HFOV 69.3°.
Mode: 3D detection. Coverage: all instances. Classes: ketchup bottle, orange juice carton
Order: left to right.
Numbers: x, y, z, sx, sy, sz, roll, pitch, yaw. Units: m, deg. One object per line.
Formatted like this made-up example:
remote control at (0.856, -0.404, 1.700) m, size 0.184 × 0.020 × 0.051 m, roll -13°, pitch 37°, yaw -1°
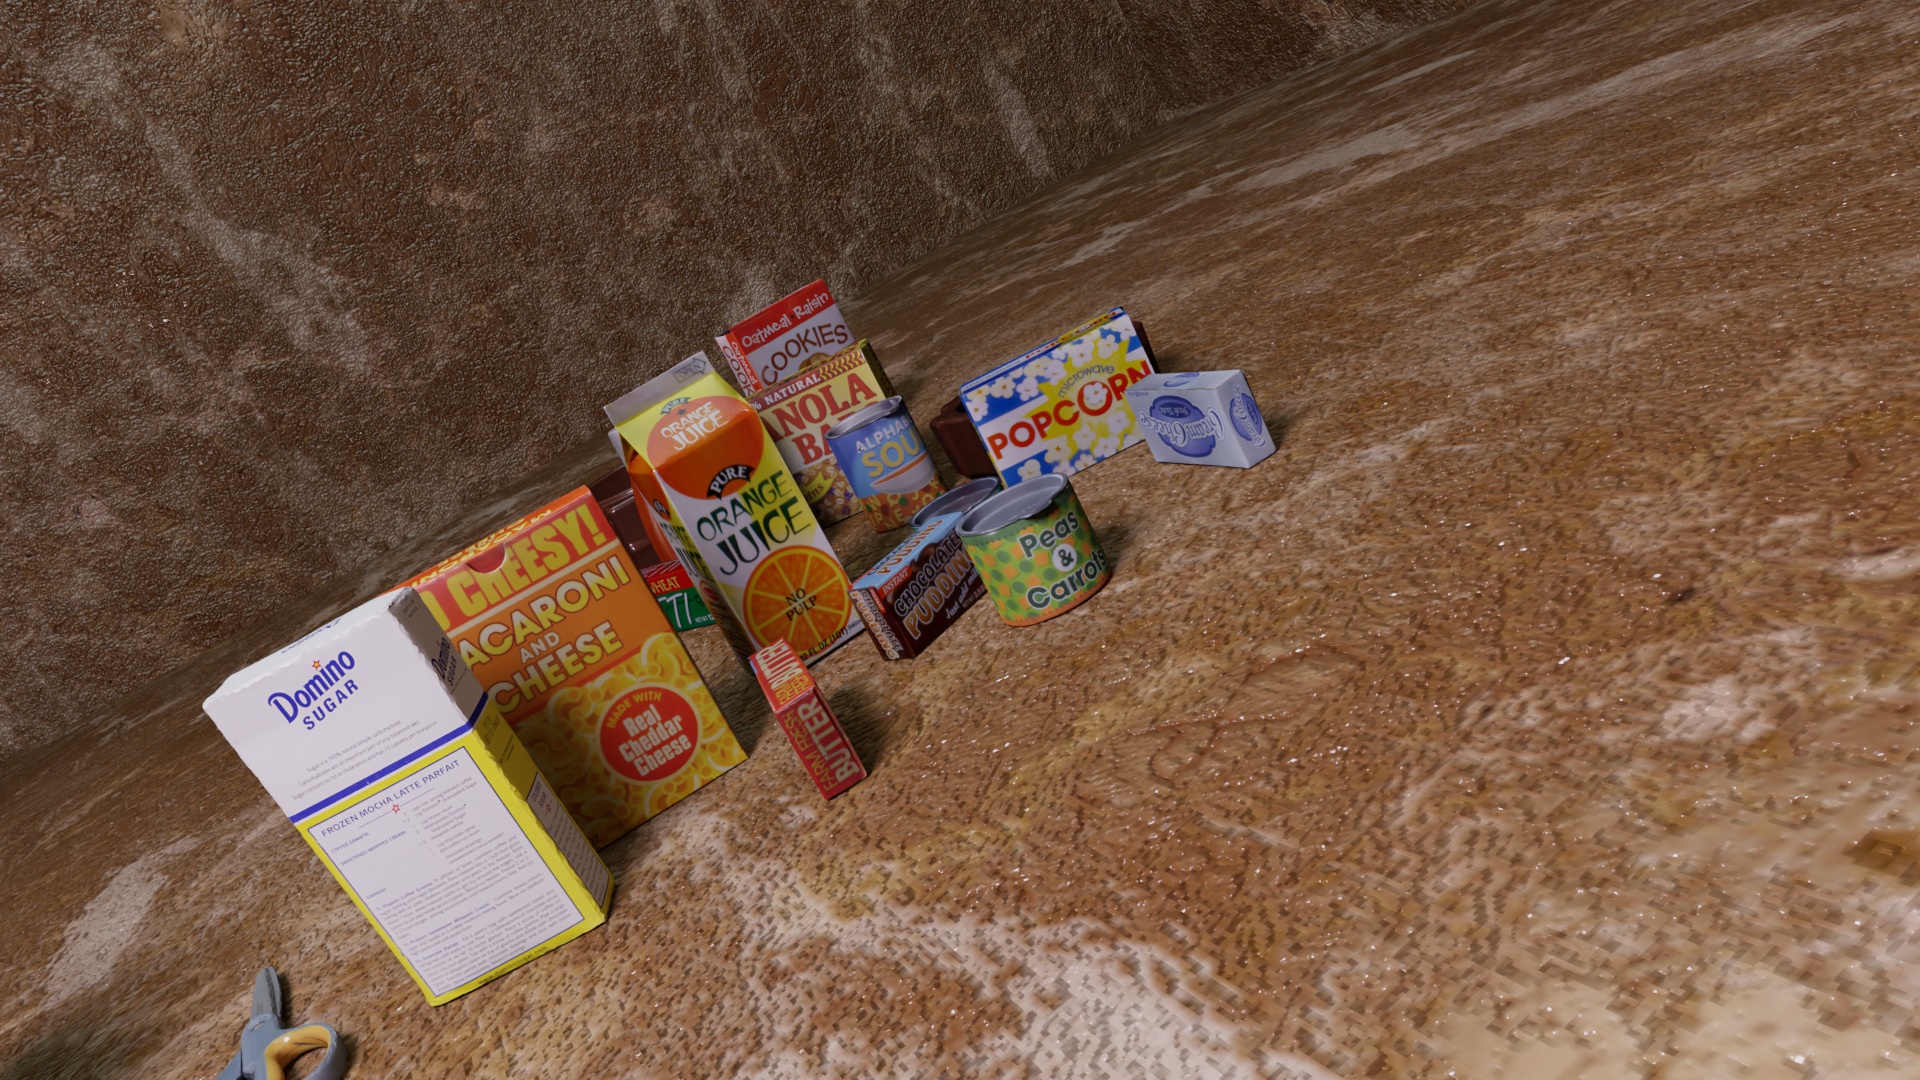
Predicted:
ketchup bottle at (-0.243, -0.033, 1.165) m, size 0.065 × 0.148 × 0.043 m, roll -38°, pitch 18°, yaw -35°
orange juice carton at (-0.138, -0.014, 0.841) m, size 0.072 × 0.192 × 0.073 m, roll -33°, pitch 16°, yaw -21°

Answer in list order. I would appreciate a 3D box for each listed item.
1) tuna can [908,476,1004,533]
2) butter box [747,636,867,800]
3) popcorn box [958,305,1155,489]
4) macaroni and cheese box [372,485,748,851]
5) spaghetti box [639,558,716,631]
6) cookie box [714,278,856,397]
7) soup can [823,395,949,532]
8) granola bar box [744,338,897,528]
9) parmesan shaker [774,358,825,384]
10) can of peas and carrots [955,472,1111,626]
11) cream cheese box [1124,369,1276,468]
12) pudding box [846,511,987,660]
tuna can at (0.003, -0.011, 0.899) m, size 0.071 × 0.032 × 0.071 m, roll -25°, pitch 15°, yaw 7°
butter box at (-0.076, 0.085, 0.681) m, size 0.024 × 0.053 × 0.103 m, roll -30°, pitch 15°, yaw -9°
popcorn box at (0.073, -0.093, 0.948) m, size 0.126 × 0.085 × 0.038 m, roll -26°, pitch 15°, yaw 5°
macaroni and cheese box at (-0.205, 0.073, 0.721) m, size 0.124 × 0.166 × 0.040 m, roll -31°, pitch 15°, yaw -14°
spaghetti box at (-0.219, 0.043, 1.064) m, size 0.249 × 0.050 × 0.029 m, roll -13°, pitch 21°, yaw 42°
cookie box at (-0.151, -0.159, 1.385) m, size 0.123 × 0.167 × 0.040 m, roll -38°, pitch 18°, yaw -33°
soup can at (-0.053, -0.058, 1.049) m, size 0.071 × 0.083 × 0.071 m, roll -25°, pitch 15°, yaw 8°
granola bar box at (-0.122, -0.075, 1.145) m, size 0.165 × 0.124 × 0.039 m, roll -23°, pitch 16°, yaw 17°
parmesan shaker at (-0.129, -0.112, 1.315) m, size 0.071 × 0.103 × 0.071 m, roll -25°, pitch 15°, yaw 8°
can of peas and carrots at (0.040, 0.005, 0.736) m, size 0.071 × 0.058 × 0.071 m, roll -25°, pitch 15°, yaw 8°
cream cheese box at (0.141, -0.072, 0.827) m, size 0.024 × 0.053 × 0.104 m, roll -32°, pitch 16°, yaw -17°
pudding box at (-0.021, 0.025, 0.790) m, size 0.030 × 0.049 × 0.084 m, roll -11°, pitch 22°, yaw 46°
